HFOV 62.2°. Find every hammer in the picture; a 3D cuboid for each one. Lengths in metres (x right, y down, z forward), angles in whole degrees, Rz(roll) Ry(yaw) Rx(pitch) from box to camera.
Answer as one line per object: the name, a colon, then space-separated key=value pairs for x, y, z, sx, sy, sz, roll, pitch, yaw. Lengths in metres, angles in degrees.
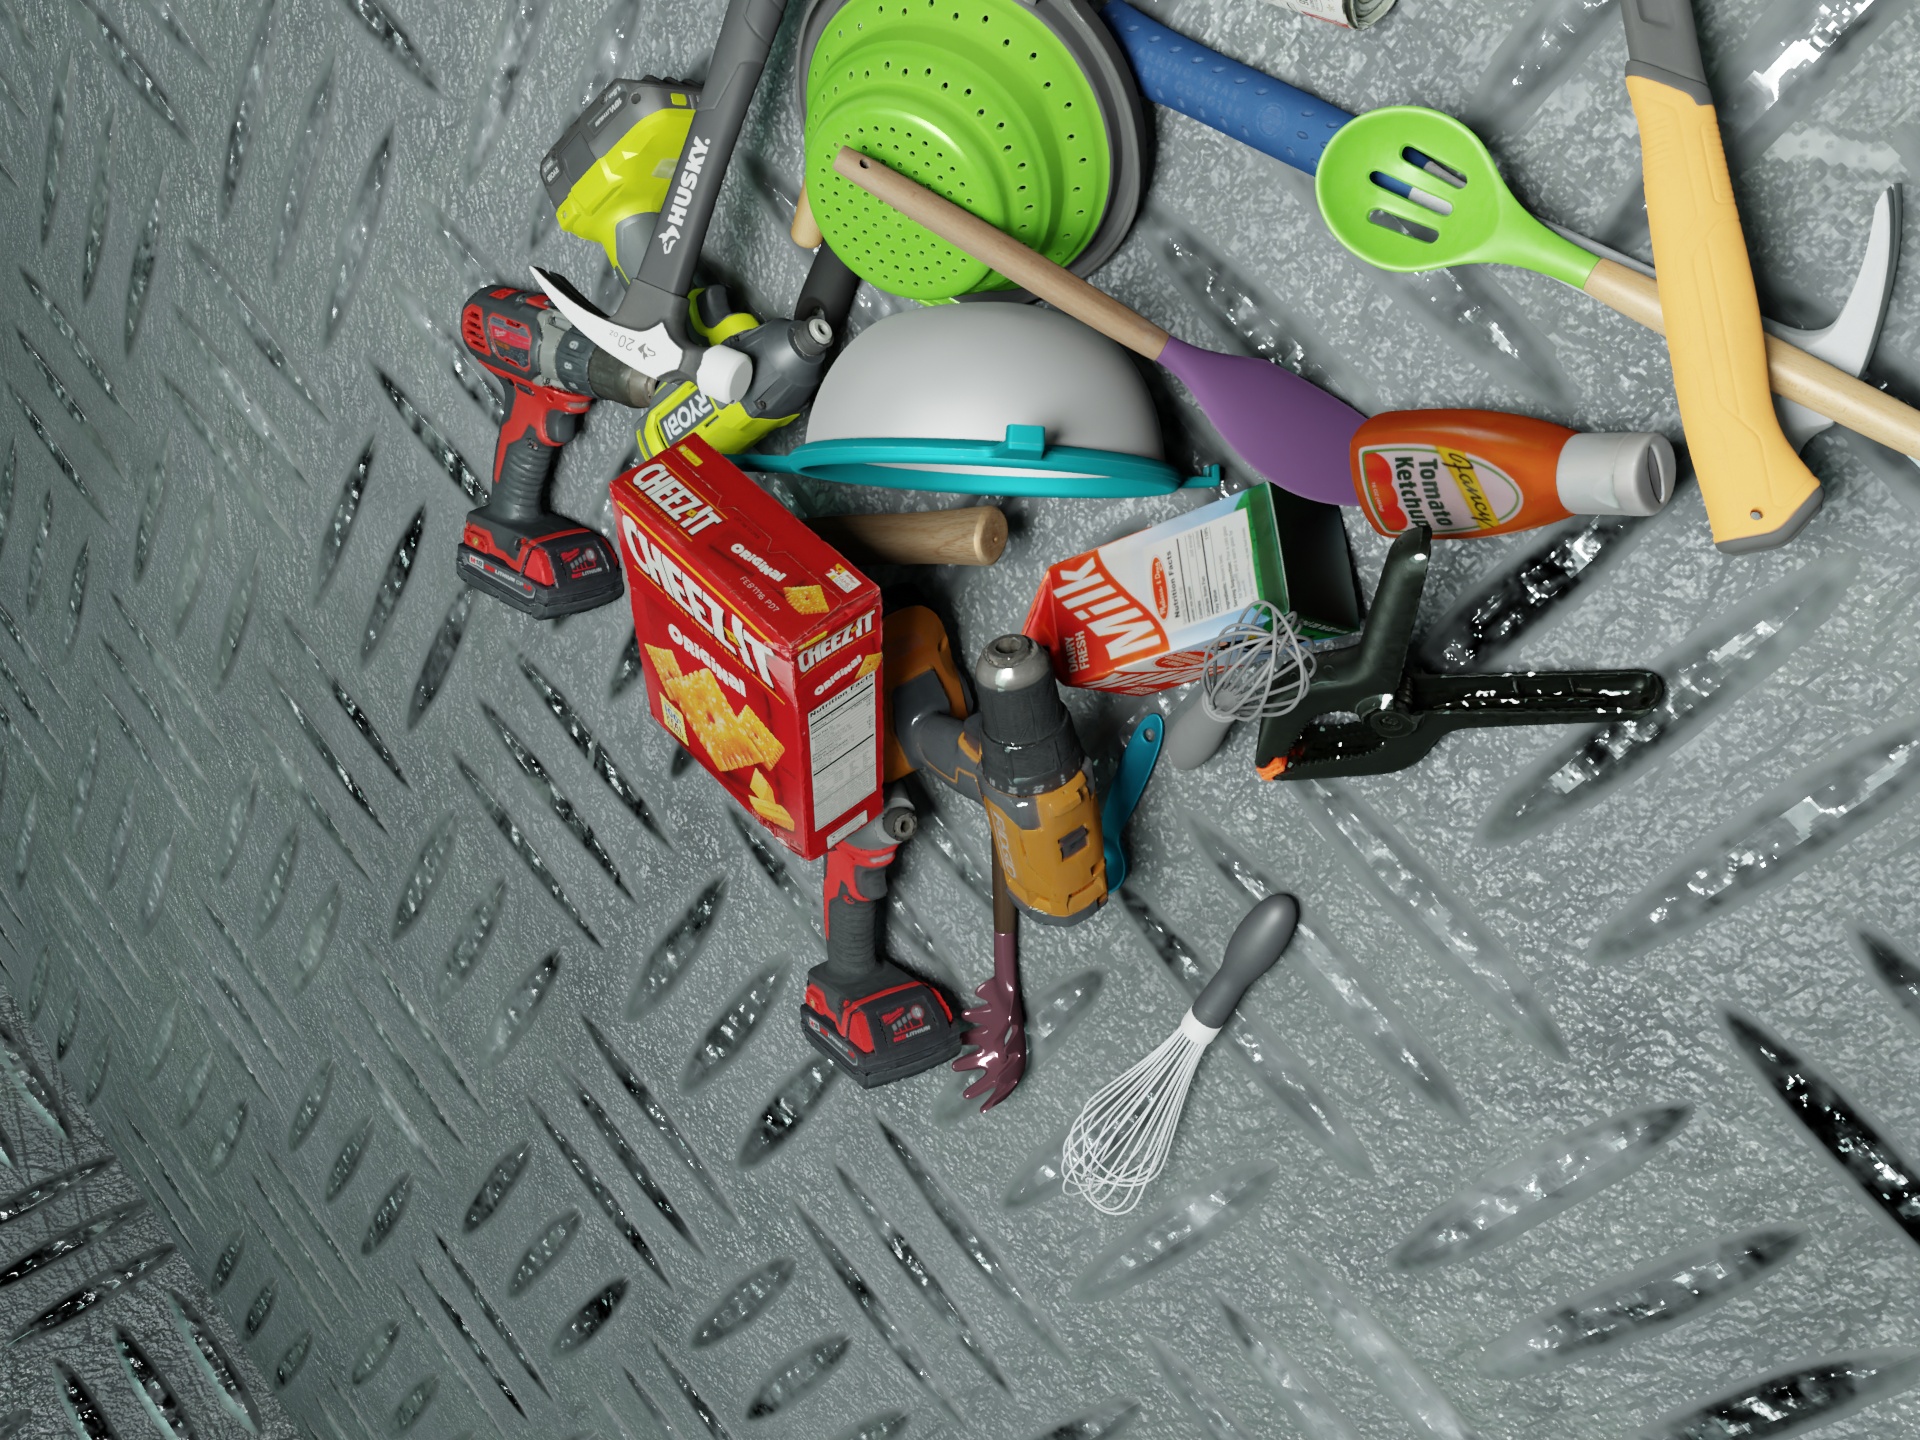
hammer: x=0.227 y=-0.251 z=0.746 sx=0.406 sy=0.035 sz=0.144 roll=36 pitch=127 yaw=23
hammer: x=-0.105 y=-0.112 z=1.021 sx=0.331 sy=0.031 sz=0.130 roll=4 pitch=76 yaw=41
hammer: x=-0.140 y=-0.366 z=0.922 sx=0.146 sy=0.035 sz=0.334 roll=25 pitch=102 yaw=13
hammer: x=0.284 y=-0.232 z=0.648 sx=0.127 sy=0.034 sz=0.337 roll=-12 pitch=89 yaw=25

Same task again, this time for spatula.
spatula: x=0.077 y=-0.196 z=0.788 sx=0.316 sy=0.060 sz=0.018 roll=29 pitch=164 yaw=-9

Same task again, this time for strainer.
strainer: x=-0.035 y=-0.180 z=0.889 sx=0.340 sy=0.211 sz=0.095 roll=8 pitch=96 yaw=37

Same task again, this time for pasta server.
pasta server: x=0.023 y=0.117 z=1.064 sx=0.060 sy=0.040 sz=0.316 roll=30 pitch=126 yaw=53

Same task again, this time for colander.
colander: x=0.008 y=-0.333 z=0.763 sx=0.204 sy=0.094 sz=0.396 roll=29 pitch=142 yaw=3

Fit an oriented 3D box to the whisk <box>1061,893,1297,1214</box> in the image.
whisk: x=0.138 y=0.213 z=1.003 sx=0.070 sy=0.070 sz=0.284 roll=40 pitch=124 yaw=20

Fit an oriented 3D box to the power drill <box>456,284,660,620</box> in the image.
power drill: x=-0.290 y=-0.192 z=1.166 sx=0.188 sy=0.080 sz=0.226 roll=25 pitch=119 yaw=29

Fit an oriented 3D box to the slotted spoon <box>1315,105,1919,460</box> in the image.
slotted spoon: x=0.293 y=-0.178 z=0.681 sx=0.314 sy=0.031 sz=0.070 roll=35 pitch=113 yaw=20

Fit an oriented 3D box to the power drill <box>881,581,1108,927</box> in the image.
power drill: x=-0.001 y=-0.003 z=0.934 sx=0.226 sy=0.084 sz=0.185 roll=40 pitch=152 yaw=46

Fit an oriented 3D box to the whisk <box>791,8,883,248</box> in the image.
whisk: x=-0.064 y=-0.389 z=0.922 sx=0.051 sy=0.047 sz=0.244 roll=38 pitch=131 yaw=18

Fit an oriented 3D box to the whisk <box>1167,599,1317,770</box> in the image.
whisk: x=0.140 y=-0.007 z=0.839 sx=0.055 sy=0.055 sz=0.239 roll=52 pitch=168 yaw=10

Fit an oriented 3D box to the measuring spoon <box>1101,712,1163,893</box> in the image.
measuring spoon: x=0.104 y=0.051 z=0.990 sx=0.042 sy=0.021 sz=0.128 roll=32 pitch=116 yaw=26

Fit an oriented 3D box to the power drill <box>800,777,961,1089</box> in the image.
power drill: x=-0.063 y=0.130 z=1.093 sx=0.143 sy=0.078 sz=0.219 roll=20 pitch=120 yaw=57

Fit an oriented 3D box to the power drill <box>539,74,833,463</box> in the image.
power drill: x=-0.170 y=-0.282 z=1.010 sx=0.171 sy=0.080 sz=0.223 roll=-26 pitch=85 yaw=42

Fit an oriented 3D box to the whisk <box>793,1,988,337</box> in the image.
whisk: x=-0.045 y=-0.332 z=0.921 sx=0.073 sy=0.073 sz=0.295 roll=45 pitch=136 yaw=15
